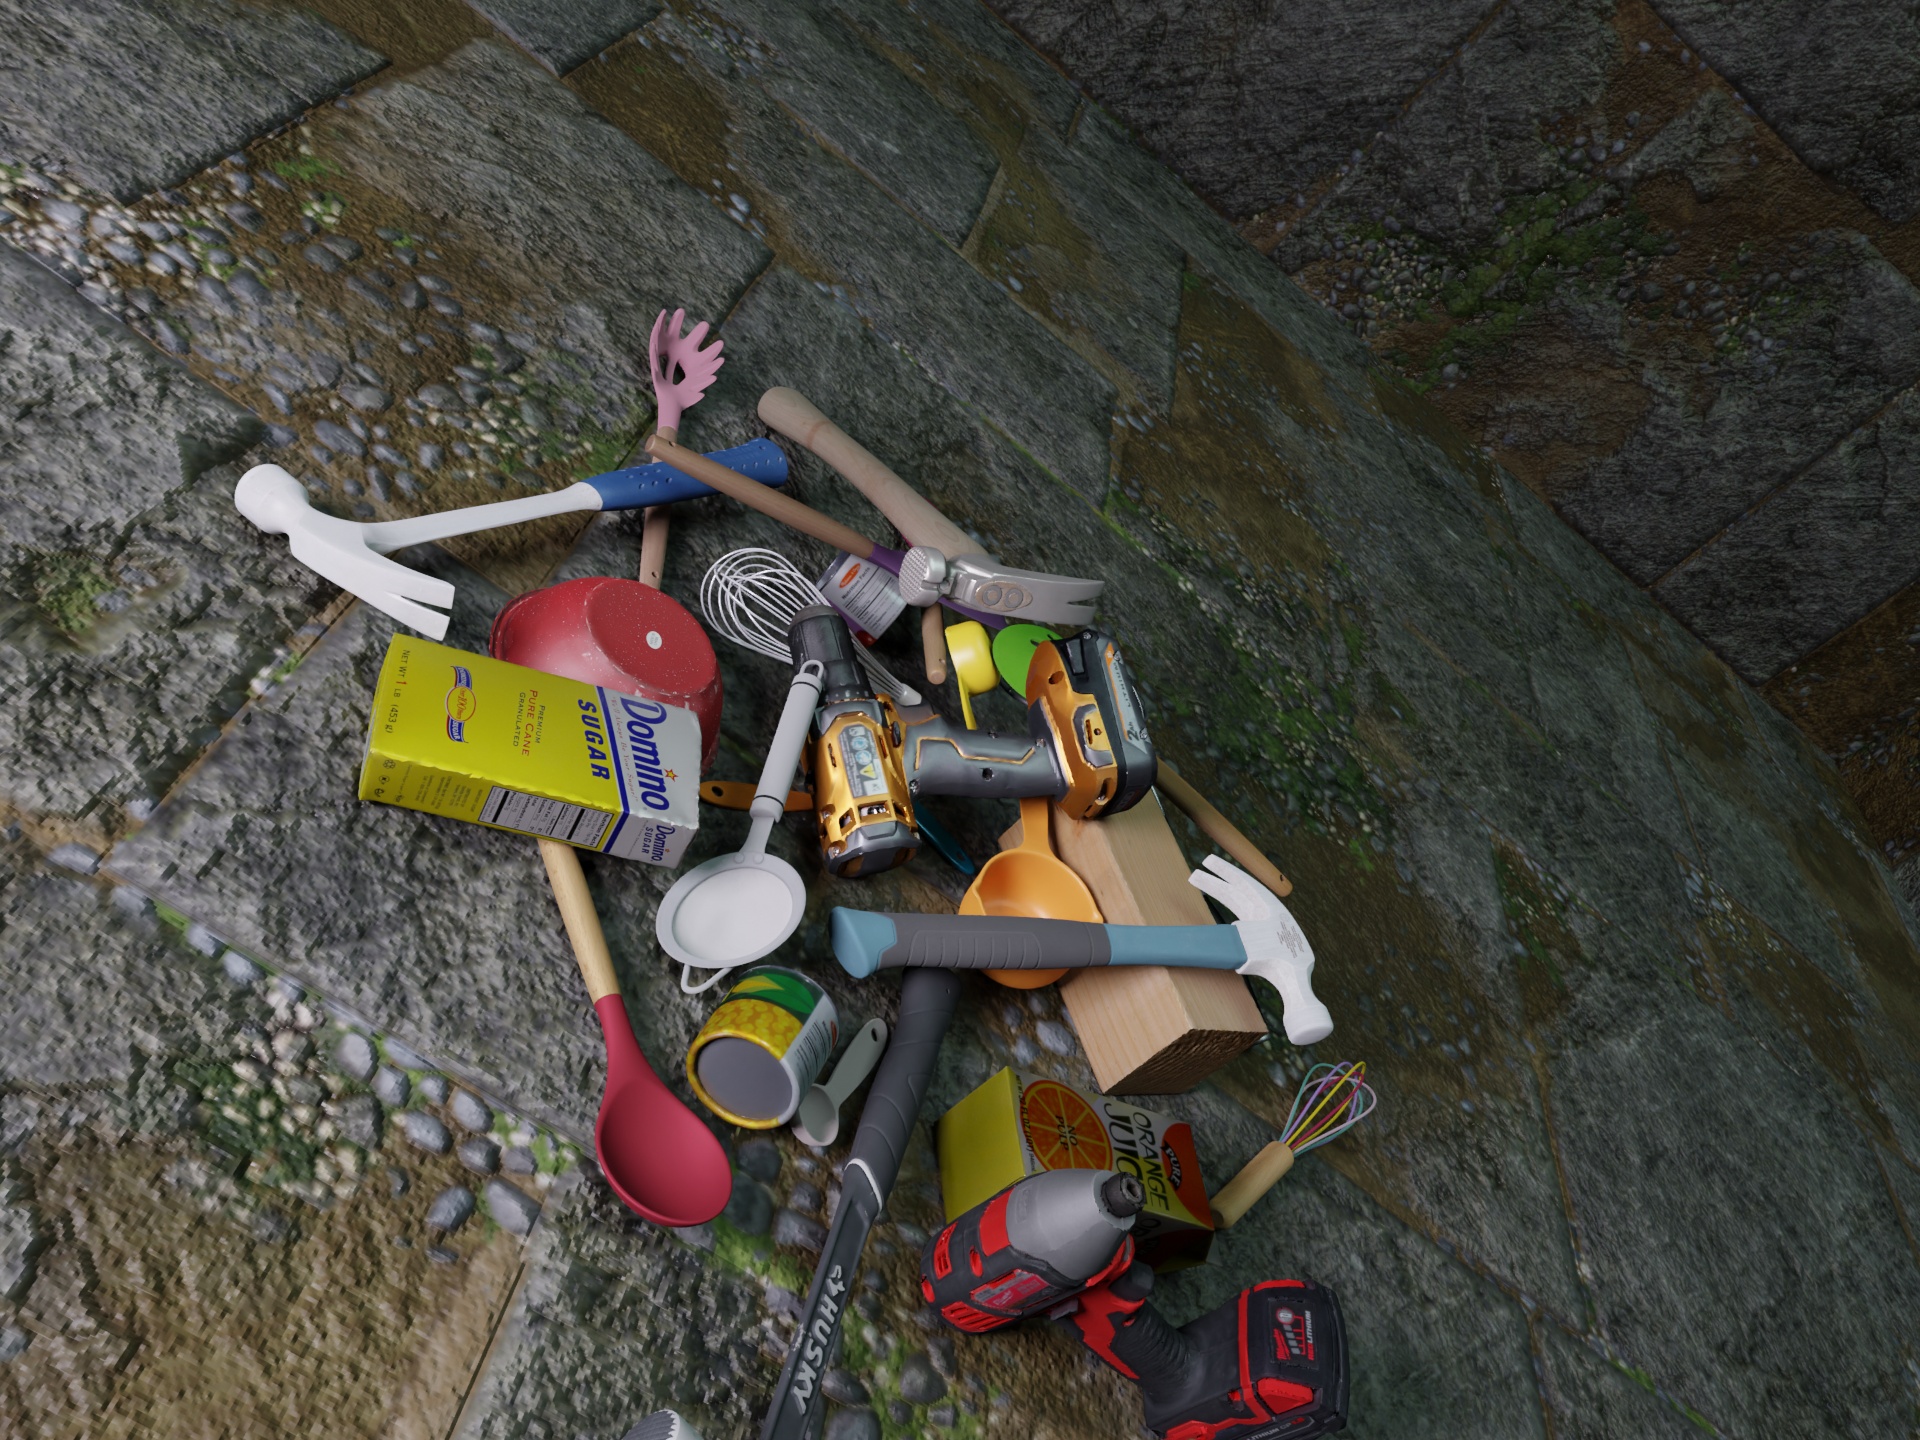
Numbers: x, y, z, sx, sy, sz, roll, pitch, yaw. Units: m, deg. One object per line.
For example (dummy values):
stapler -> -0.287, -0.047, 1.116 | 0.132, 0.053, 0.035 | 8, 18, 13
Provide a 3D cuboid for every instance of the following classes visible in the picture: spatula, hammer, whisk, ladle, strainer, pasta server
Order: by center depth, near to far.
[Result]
hammer -> -0.051, 0.261, 0.824 | 0.149, 0.036, 0.409 | 54, 26, -17
ladle -> -0.194, 0.125, 0.839 | 0.069, 0.031, 0.316 | 6, 47, -44
strainer -> -0.116, 0.061, 0.946 | 0.050, 0.087, 0.259 | 75, 22, -48
hammer -> 0.077, 0.141, 0.997 | 0.330, 0.033, 0.128 | 5, 51, -24
hammer -> -0.243, -0.138, 1.021 | 0.144, 0.035, 0.405 | 35, 30, 19
whisk -> 0.237, 0.297, 1.133 | 0.245, 0.047, 0.051 | -18, 69, -52
spatula -> -0.087, -0.133, 1.138 | 0.315, 0.018, 0.060 | 23, 33, -35
whisk -> -0.066, -0.030, 1.145 | 0.284, 0.070, 0.070 | 35, 33, -26
pasta server -> -0.215, -0.202, 1.177 | 0.060, 0.040, 0.317 | 25, 38, -27
hammer -> -0.049, -0.171, 1.182 | 0.146, 0.038, 0.411 | 6, 24, -31

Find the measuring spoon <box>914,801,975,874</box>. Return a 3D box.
measuring spoon -> -0.029, 0.055, 1.114 | 0.128, 0.021, 0.042 | 47, 32, 5

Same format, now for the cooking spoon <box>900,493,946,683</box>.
cooking spoon -> -0.025, -0.115, 1.284 | 0.068, 0.017, 0.319 | 33, 25, -22

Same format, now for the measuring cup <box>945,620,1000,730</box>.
measuring cup -> 0.016, -0.020, 1.164 | 0.157, 0.029, 0.062 | -99, 168, -56

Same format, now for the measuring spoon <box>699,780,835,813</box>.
measuring spoon -> -0.121, 0.048, 1.025 | 0.116, 0.011, 0.021 | 8, 47, -45

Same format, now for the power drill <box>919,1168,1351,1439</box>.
power drill -> 0.101, 0.316, 0.859 | 0.219, 0.143, 0.079 | 36, 35, -20

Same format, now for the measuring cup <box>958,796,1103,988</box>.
measuring cup -> 0.042, 0.105, 1.093 | 0.095, 0.052, 0.174 | 16, 45, -17

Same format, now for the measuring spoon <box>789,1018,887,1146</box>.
measuring spoon -> -0.070, 0.204, 0.909 | 0.034, 0.018, 0.124 | 62, 24, -7

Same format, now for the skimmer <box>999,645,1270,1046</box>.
skimmer -> 0.141, 0.094, 1.265 | 0.127, 0.090, 0.363 | -6, 68, -46

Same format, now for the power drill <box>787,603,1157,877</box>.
power drill -> -0.002, -0.003, 1.063 | 0.226, 0.084, 0.185 | -10, 68, -17

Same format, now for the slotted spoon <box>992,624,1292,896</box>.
slotted spoon -> 0.148, 0.034, 1.223 | 0.313, 0.031, 0.070 | 42, 49, -15
